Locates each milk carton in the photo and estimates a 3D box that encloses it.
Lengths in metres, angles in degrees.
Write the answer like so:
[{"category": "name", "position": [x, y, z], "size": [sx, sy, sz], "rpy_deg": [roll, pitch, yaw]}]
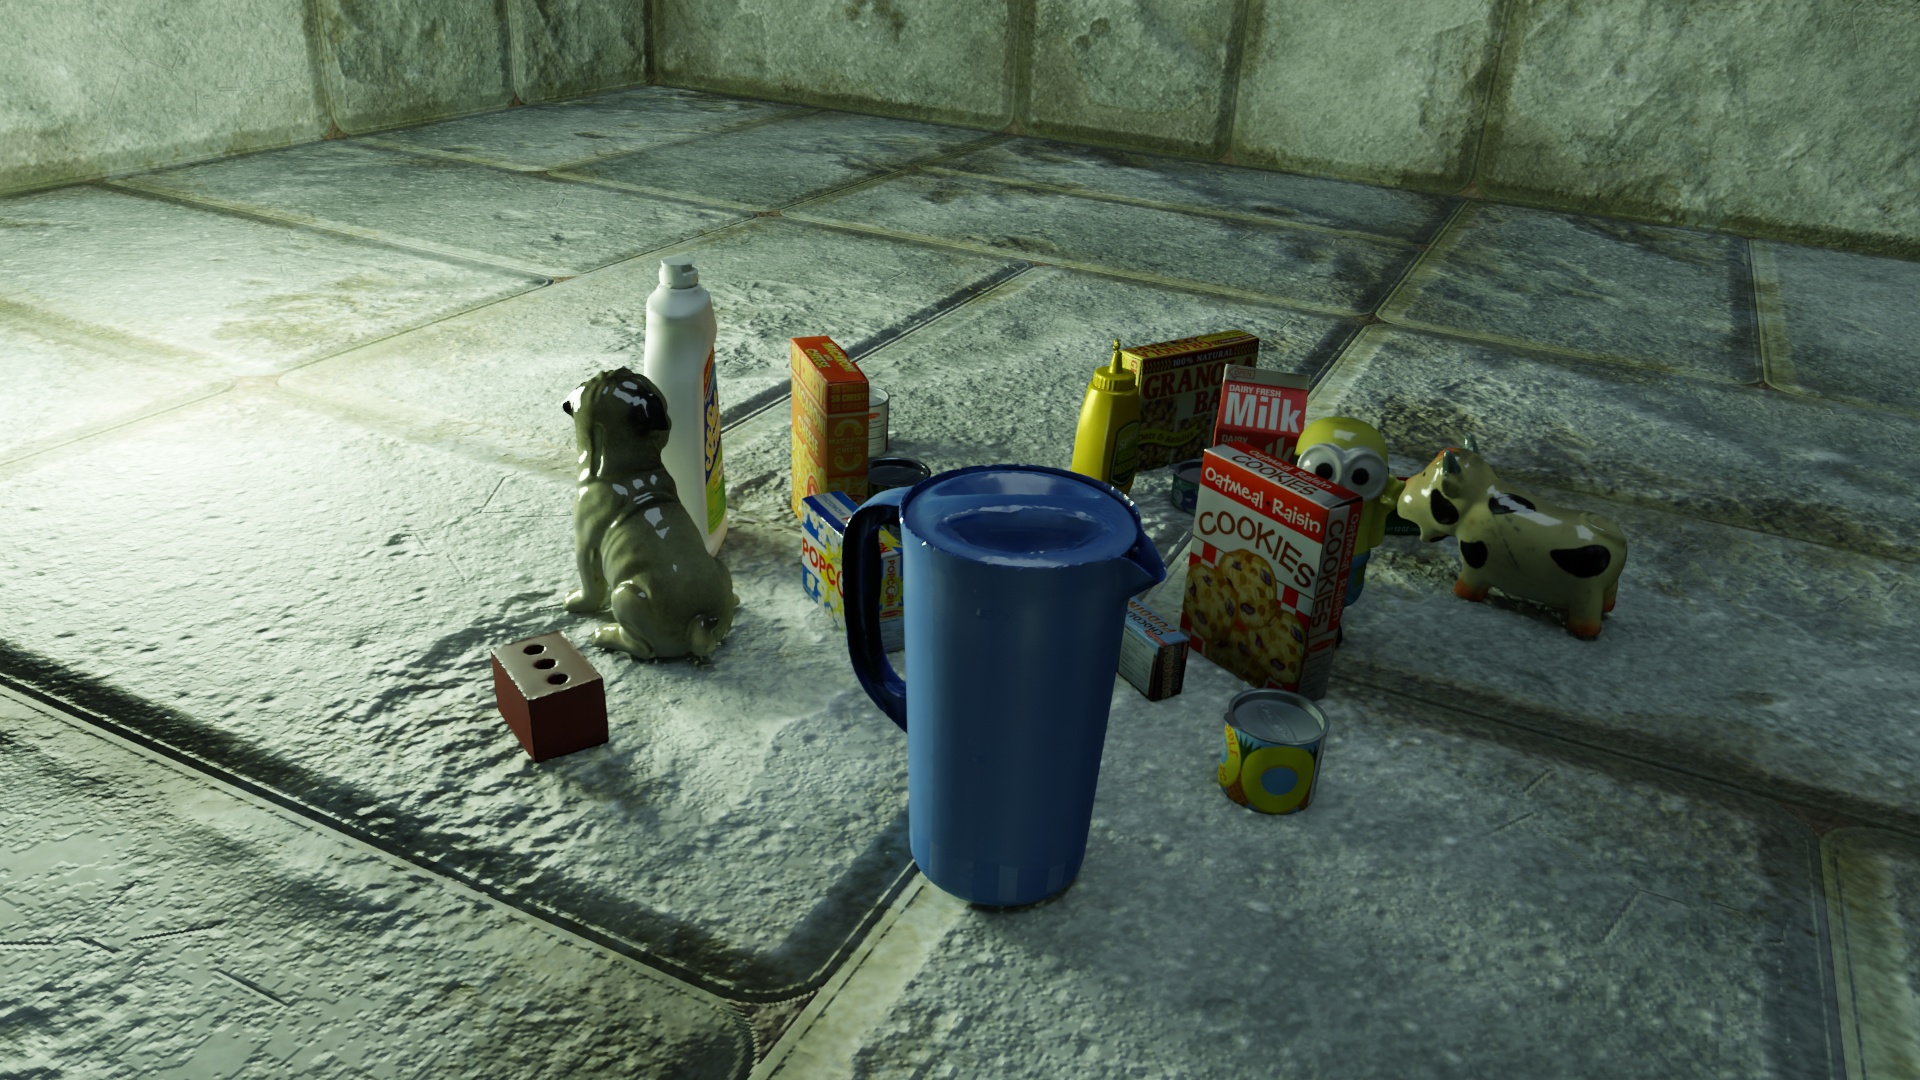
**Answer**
[{"category": "milk carton", "position": [0.247, -0.054, 1.175], "size": [0.072, 0.189, 0.074], "rpy_deg": [8, 26, 10]}]

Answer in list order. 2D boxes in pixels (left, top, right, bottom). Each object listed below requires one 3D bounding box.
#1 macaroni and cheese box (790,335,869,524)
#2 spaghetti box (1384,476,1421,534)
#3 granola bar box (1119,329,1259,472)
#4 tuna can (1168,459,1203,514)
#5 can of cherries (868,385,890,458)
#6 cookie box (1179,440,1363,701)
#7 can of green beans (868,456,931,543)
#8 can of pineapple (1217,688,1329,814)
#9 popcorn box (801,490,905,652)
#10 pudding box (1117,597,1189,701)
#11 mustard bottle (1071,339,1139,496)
[{"category": "macaroni and cheese box", "position": [-0.115, -0.081, 1.214], "size": [0.040, 0.165, 0.124], "rpy_deg": [-7, 28, -20]}, {"category": "spaghetti box", "position": [0.364, -0.033, 1.305], "size": [0.250, 0.050, 0.029], "rpy_deg": [1, 26, -6]}, {"category": "granola bar box", "position": [0.230, -0.145, 1.433], "size": [0.166, 0.123, 0.039], "rpy_deg": [-14, 31, -32]}, {"category": "tuna can", "position": [0.235, -0.052, 1.347], "size": [0.071, 0.032, 0.071], "rpy_deg": [3, 26, -1]}, {"category": "can of cherries", "position": [-0.106, -0.123, 1.422], "size": [0.071, 0.058, 0.072], "rpy_deg": [3, 26, -1]}, {"category": "cookie box", "position": [0.229, 0.024, 1.040], "size": [0.040, 0.166, 0.123], "rpy_deg": [-15, 31, -33]}, {"category": "can of green beans", "position": [-0.060, -0.037, 1.252], "size": [0.071, 0.057, 0.071], "rpy_deg": [3, 26, -1]}, {"category": "can of pineapple", "position": [0.205, 0.140, 0.924], "size": [0.071, 0.057, 0.071], "rpy_deg": [3, 26, -1]}, {"category": "popcorn box", "position": [-0.084, 0.024, 1.094], "size": [0.038, 0.084, 0.127], "rpy_deg": [-11, 30, -28]}, {"category": "pudding box", "position": [0.134, 0.078, 1.050], "size": [0.030, 0.049, 0.084], "rpy_deg": [-11, 30, -28]}, {"category": "mustard bottle", "position": [0.141, -0.112, 1.314], "size": [0.049, 0.159, 0.065], "rpy_deg": [22, 31, 33]}]
